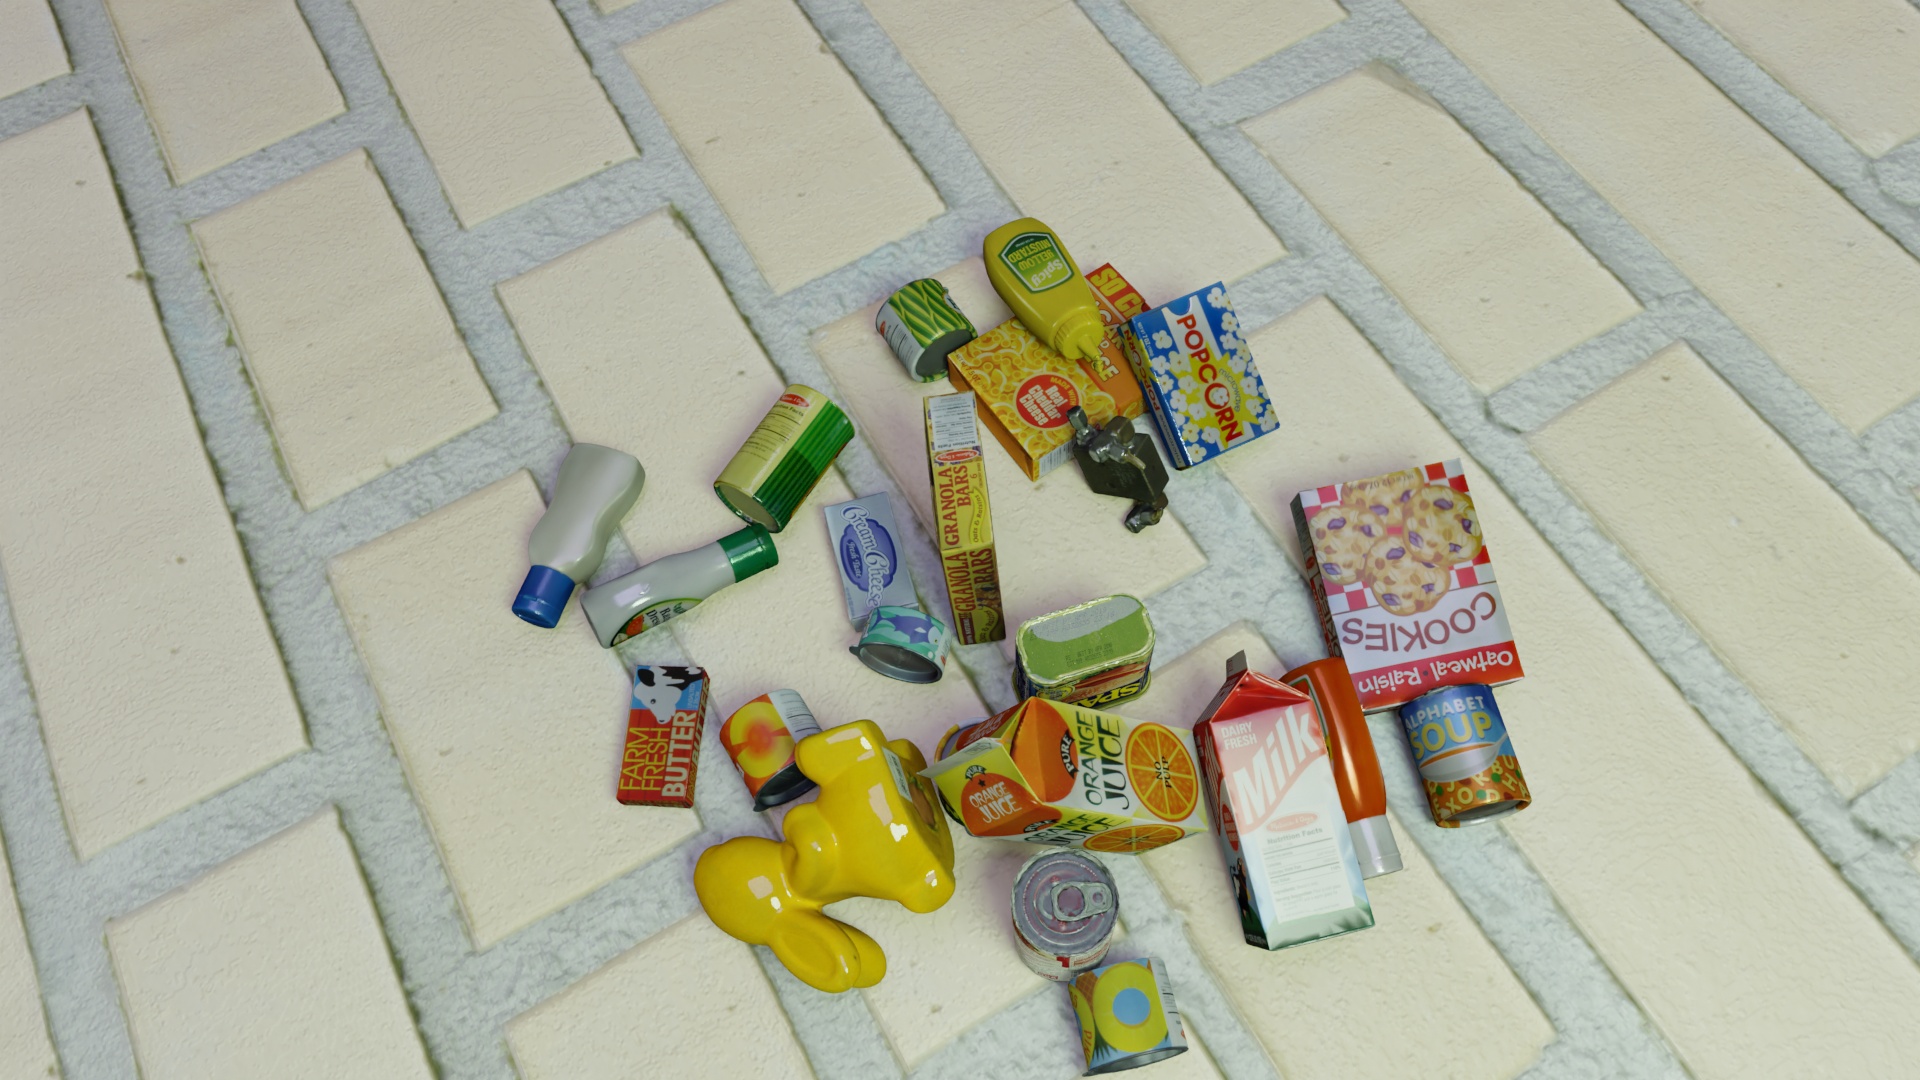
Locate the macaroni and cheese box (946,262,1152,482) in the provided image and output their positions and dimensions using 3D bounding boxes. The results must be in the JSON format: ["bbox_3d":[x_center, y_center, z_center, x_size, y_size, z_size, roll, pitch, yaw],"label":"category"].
[{"bbox_3d":[0.092,-0.141,1.138,0.167,0.040,0.124,-32,66,-13],"label":"macaroni and cheese box"}]

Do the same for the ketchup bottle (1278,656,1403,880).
[{"bbox_3d":[0.266,0.159,0.964,0.043,0.064,0.149,-8,69,-18],"label":"ketchup bottle"}]

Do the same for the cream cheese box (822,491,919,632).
[{"bbox_3d":[-0.069,0.015,1.073,0.053,0.024,0.104,-14,63,-5],"label":"cream cheese box"}]

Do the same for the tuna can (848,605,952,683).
[{"bbox_3d":[-0.043,0.076,1.017,0.071,0.070,0.033,12,63,9],"label":"tuna can"}]

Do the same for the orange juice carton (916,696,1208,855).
[{"bbox_3d":[0.068,0.155,0.909,0.193,0.071,0.073,16,56,-36],"label":"orange juice carton"}]

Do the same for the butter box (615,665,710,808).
[{"bbox_3d":[-0.217,0.143,1.014,0.053,0.024,0.104,1,62,4],"label":"butter box"}]

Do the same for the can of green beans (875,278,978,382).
[{"bbox_3d":[-0.027,-0.173,1.146,0.071,0.071,0.058,-30,66,-12],"label":"can of green beans"}]

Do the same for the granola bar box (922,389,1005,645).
[{"bbox_3d":[0.004,-0.013,1.006,0.039,0.165,0.124,-7,63,2],"label":"granola bar box"}]

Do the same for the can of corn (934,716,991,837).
[{"bbox_3d":[0.015,0.166,0.972,0.071,0.058,0.071,-1,63,2],"label":"can of corn"}]

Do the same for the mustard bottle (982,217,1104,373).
[{"bbox_3d":[0.076,-0.193,1.114,0.065,0.048,0.161,-27,58,-9],"label":"mustard bottle"}]

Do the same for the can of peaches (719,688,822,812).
[{"bbox_3d":[-0.131,0.148,0.984,0.071,0.071,0.058,-30,65,-12],"label":"can of peaches"}]

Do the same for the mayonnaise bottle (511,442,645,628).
[{"bbox_3d":[-0.303,-0.004,1.086,0.065,0.041,0.149,14,65,12],"label":"mayonnaise bottle"}]

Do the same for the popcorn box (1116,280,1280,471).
[{"bbox_3d":[0.188,-0.129,1.096,0.085,0.038,0.126,-24,93,-14],"label":"popcorn box"}]

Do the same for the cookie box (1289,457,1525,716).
[{"bbox_3d":[0.324,0.035,1.014,0.123,0.040,0.167,-12,77,-1],"label":"cookie box"}]

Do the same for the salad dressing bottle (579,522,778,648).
[{"bbox_3d":[-0.211,0.031,1.053,0.148,0.064,0.044,-26,75,-19],"label":"salad dressing bottle"}]

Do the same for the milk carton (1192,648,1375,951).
[{"bbox_3d":[0.208,0.169,0.930,0.073,0.072,0.191,-12,78,-3],"label":"milk carton"}]

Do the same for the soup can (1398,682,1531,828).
[{"bbox_3d":[0.347,0.148,0.959,0.071,0.071,0.084,-10,63,-2],"label":"soup can"}]

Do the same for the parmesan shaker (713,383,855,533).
[{"bbox_3d":[-0.141,-0.064,1.096,0.071,0.071,0.103,28,68,16],"label":"parmesan shaker"}]

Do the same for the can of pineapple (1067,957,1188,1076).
[{"bbox_3d":[0.105,0.306,0.891,0.071,0.070,0.058,-12,62,-3],"label":"can of pineapple"}]
